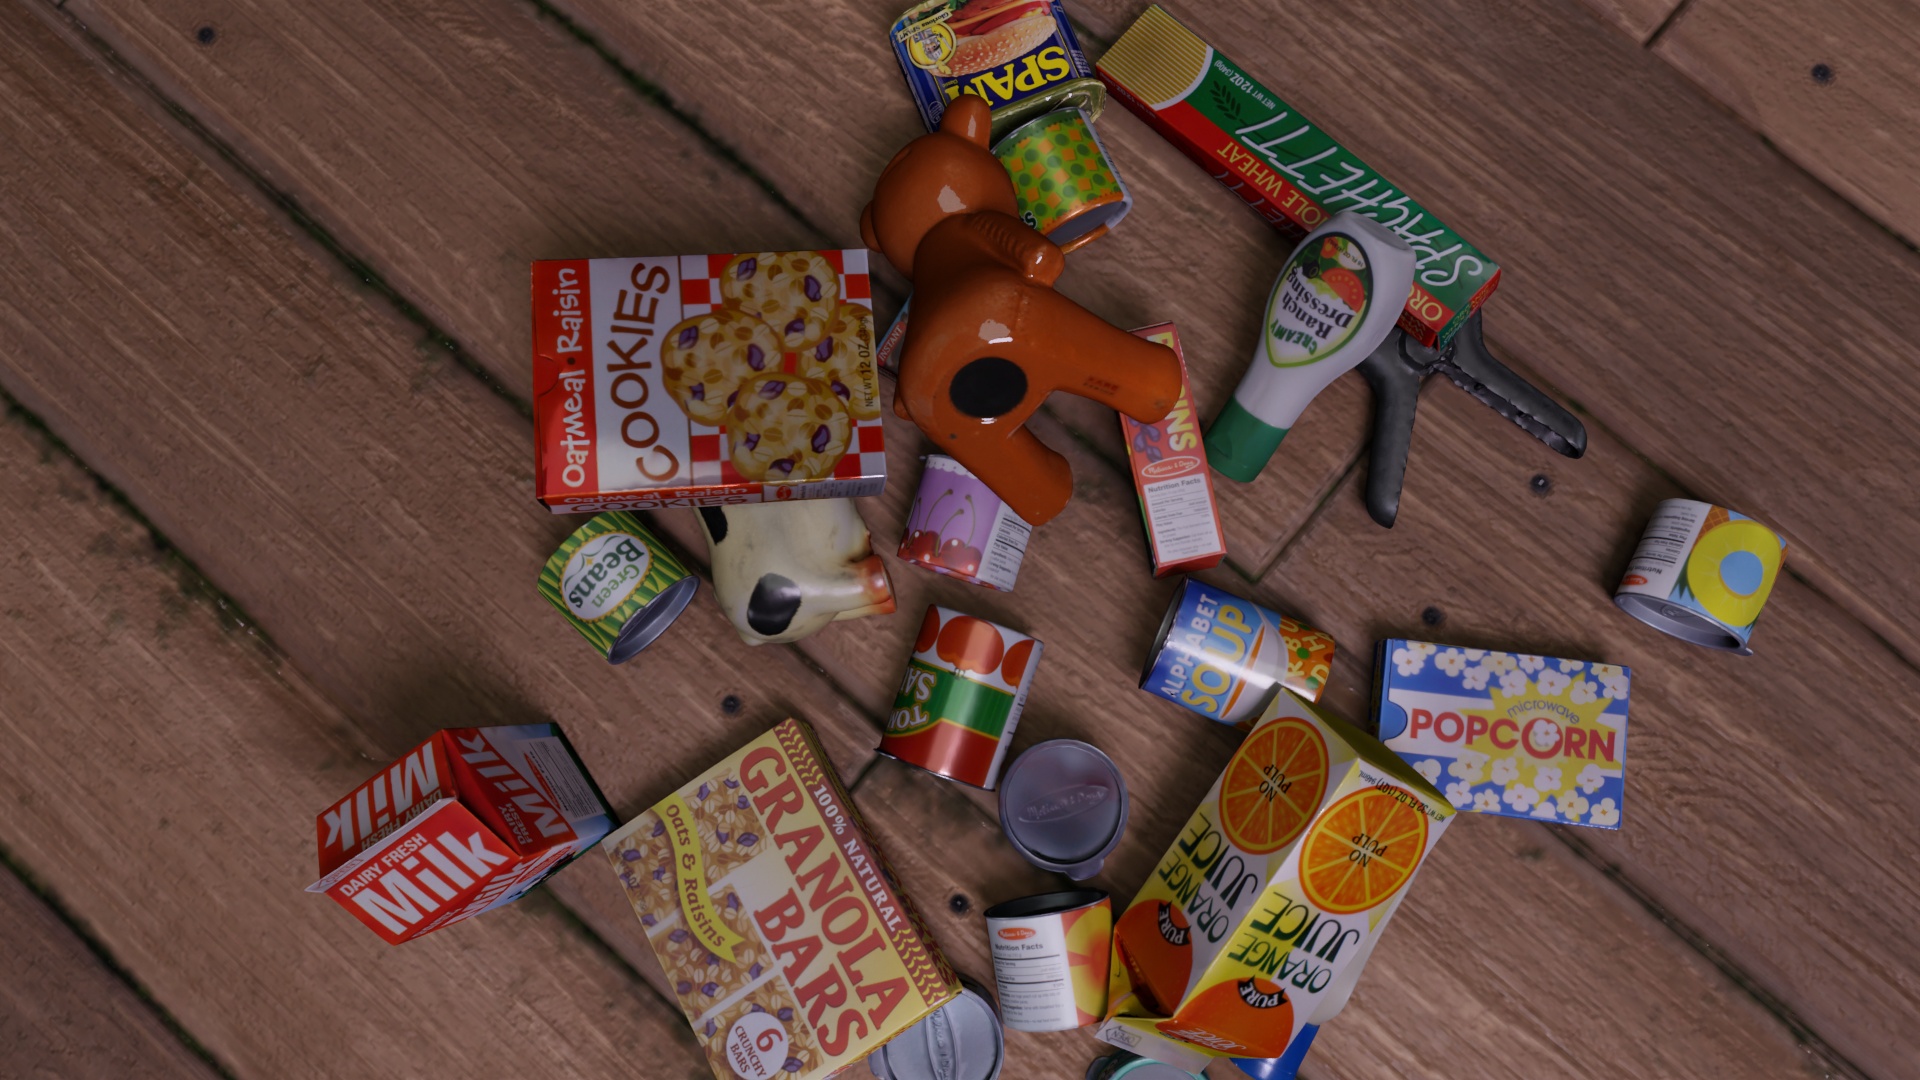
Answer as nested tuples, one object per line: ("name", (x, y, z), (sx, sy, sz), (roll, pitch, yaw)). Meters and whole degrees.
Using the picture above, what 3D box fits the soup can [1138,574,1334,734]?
("soup can", (0.144, 0.064, 0.726), (0.084, 0.071, 0.071), (23, 85, 5))

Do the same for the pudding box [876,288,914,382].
("pudding box", (-0.008, -0.121, 0.778), (0.050, 0.030, 0.084), (32, 86, 7))

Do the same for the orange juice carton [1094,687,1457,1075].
("orange juice carton", (0.144, 0.177, 0.677), (0.072, 0.073, 0.192), (29, 99, -26))

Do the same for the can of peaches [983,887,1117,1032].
("can of peaches", (0.051, 0.215, 0.718), (0.071, 0.071, 0.058), (-10, 83, 2))

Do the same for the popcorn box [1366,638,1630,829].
("popcorn box", (0.281, 0.101, 0.731), (0.127, 0.038, 0.085), (7, 85, 4))

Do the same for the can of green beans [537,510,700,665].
("can of green beans", (-0.185, 0.024, 0.752), (0.058, 0.071, 0.071), (43, 87, 7))

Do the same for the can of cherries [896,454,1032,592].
("can of cherries", (0.003, -0.009, 0.747), (0.071, 0.071, 0.058), (17, 86, 5))

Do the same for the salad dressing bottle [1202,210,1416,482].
("salad dressing bottle", (0.177, -0.098, 0.726), (0.064, 0.044, 0.147), (46, 123, 28))

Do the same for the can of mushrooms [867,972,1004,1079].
("can of mushrooms", (-0.012, 0.263, 0.730), (0.071, 0.033, 0.071), (0, 84, 3))

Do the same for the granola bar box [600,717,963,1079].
("granola bar box", (-0.094, 0.195, 0.722), (0.124, 0.039, 0.166), (-33, 69, 0))

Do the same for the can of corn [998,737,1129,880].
("can of corn", (0.054, 0.139, 0.729), (0.071, 0.058, 0.071), (0, 83, 3))

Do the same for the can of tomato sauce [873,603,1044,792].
("can of tomato sauce", (-0.001, 0.082, 0.734), (0.071, 0.071, 0.083), (19, 84, 5))

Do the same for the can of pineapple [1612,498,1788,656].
("can of pineapple", (0.386, 0.019, 0.722), (0.071, 0.071, 0.058), (27, 85, 6))

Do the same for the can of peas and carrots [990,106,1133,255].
("can of peas and carrots", (0.051, -0.194, 0.765), (0.071, 0.071, 0.059), (-27, 83, 0))

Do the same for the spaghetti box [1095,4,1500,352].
("spaghetti box", (0.180, -0.201, 0.757), (0.250, 0.028, 0.050), (44, 91, 17))

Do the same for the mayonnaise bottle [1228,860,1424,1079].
("mayonnaise bottle", (0.186, 0.207, 0.714), (0.041, 0.065, 0.148), (27, 90, -7))

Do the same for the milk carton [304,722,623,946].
("milk carton", (-0.241, 0.139, 0.678), (0.072, 0.190, 0.073), (-35, 83, -1))

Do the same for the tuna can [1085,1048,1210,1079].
("tuna can", (0.099, 0.295, 0.720), (0.071, 0.033, 0.071), (0, 83, 3))

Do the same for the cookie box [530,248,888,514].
("cookie box", (-0.125, -0.081, 0.695), (0.168, 0.040, 0.123), (-4, 77, -9))

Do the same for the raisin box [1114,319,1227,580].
("raisin box", (0.107, -0.045, 0.734), (0.040, 0.086, 0.123), (-12, 83, 7))
